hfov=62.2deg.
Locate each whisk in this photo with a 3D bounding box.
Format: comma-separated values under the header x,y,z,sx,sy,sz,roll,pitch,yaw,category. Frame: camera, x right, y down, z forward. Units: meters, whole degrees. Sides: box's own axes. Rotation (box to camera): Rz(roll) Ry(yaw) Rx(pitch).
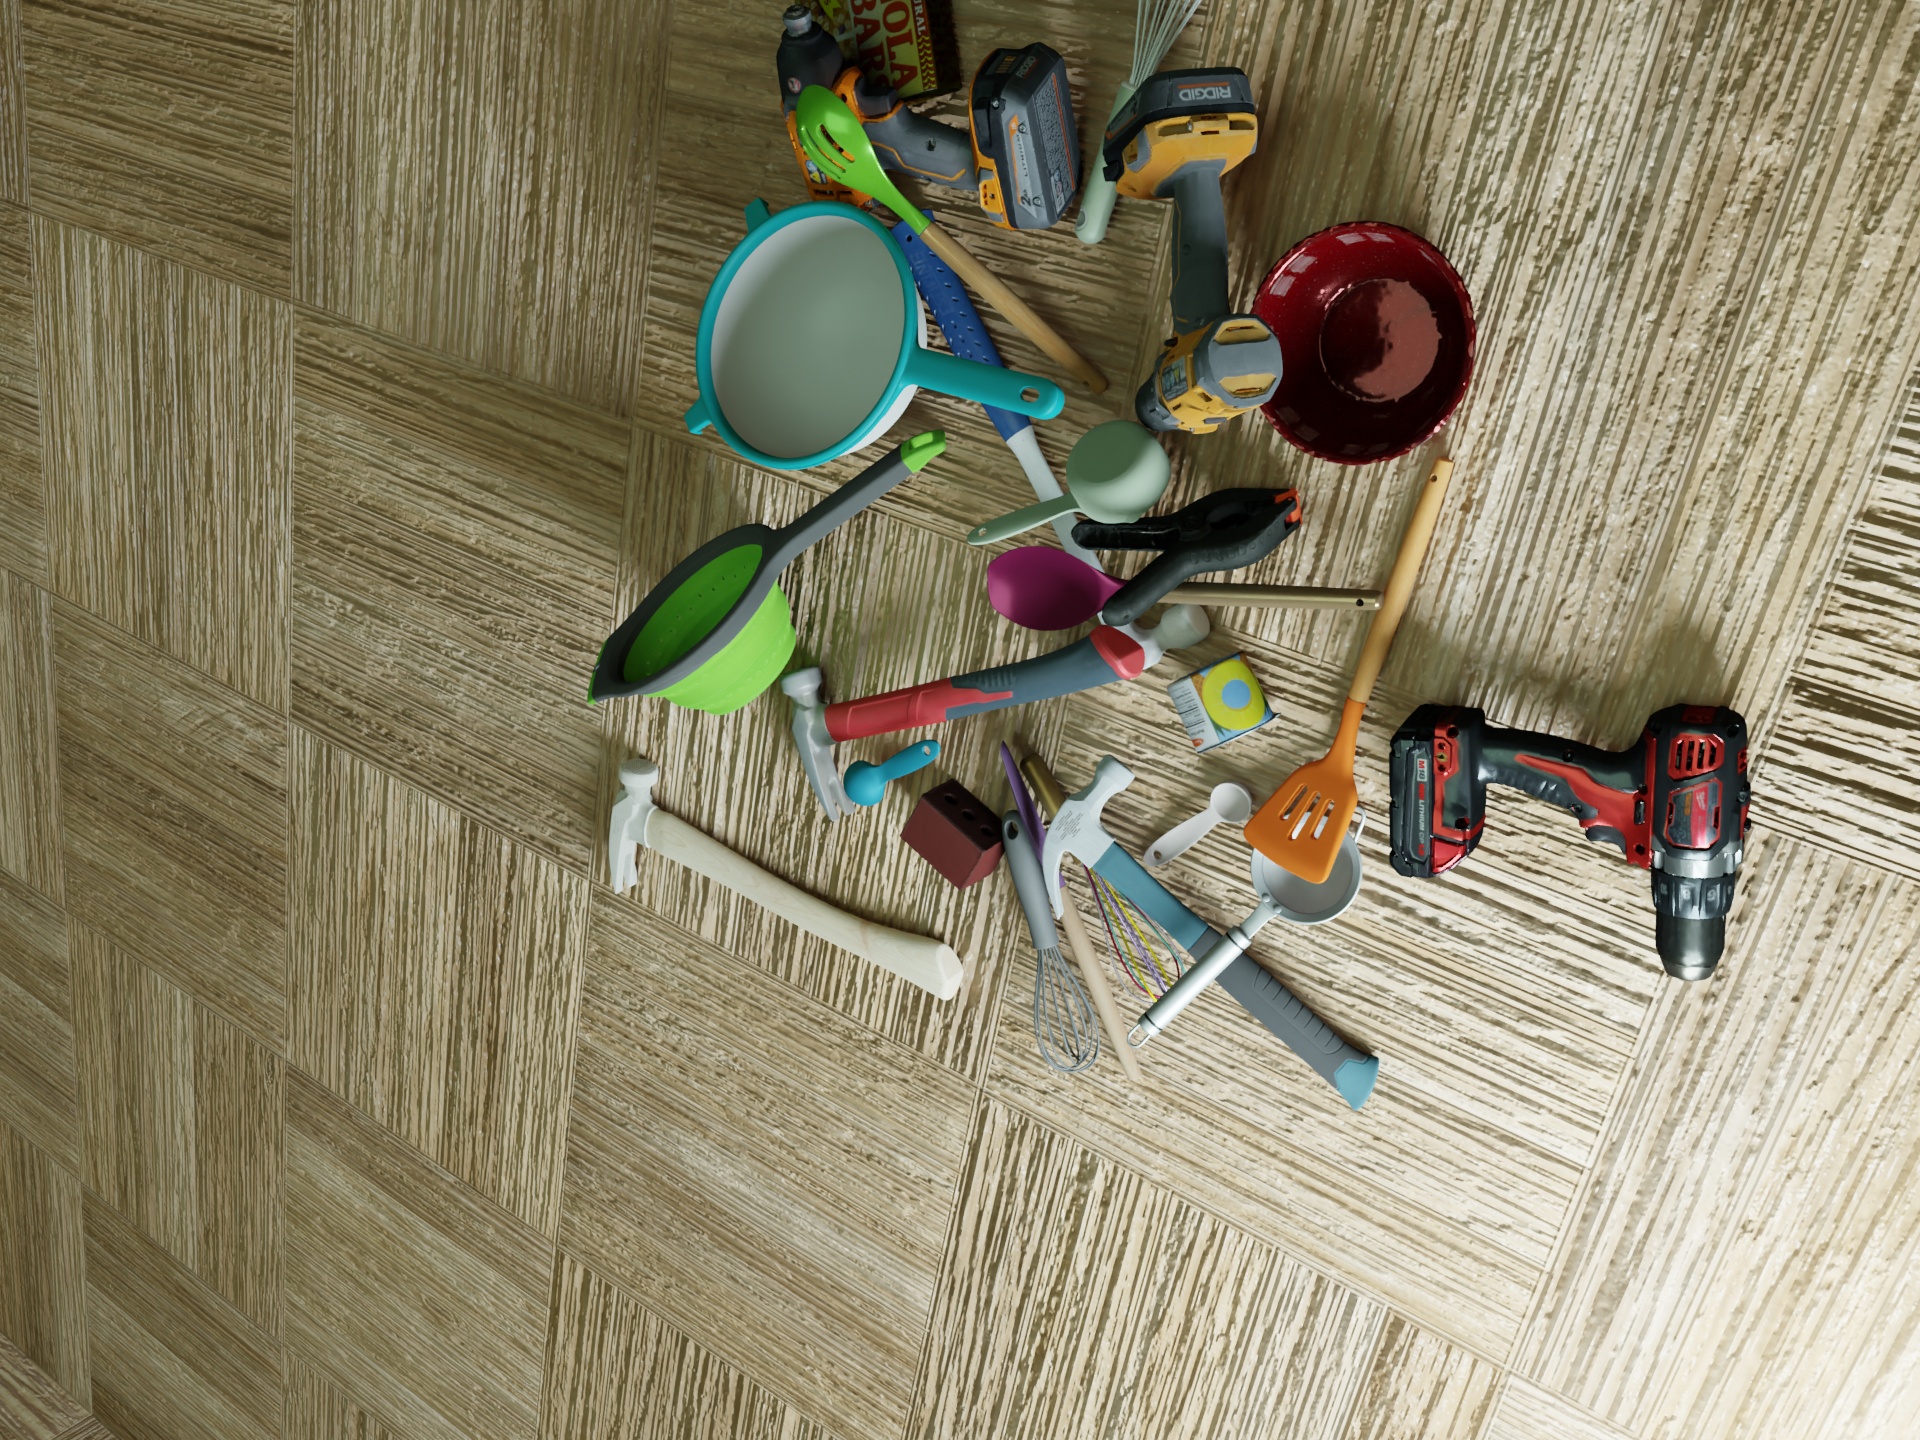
x,y,z,sx,sy,sz,roll,pitch,yaw,category
0.130,-0.462,1.142,0.058,0.059,0.246,-117,39,-49,whisk
0.071,0.192,1.371,0.055,0.055,0.239,-11,96,35,whisk
0.117,0.135,1.326,0.245,0.047,0.051,60,141,9,whisk

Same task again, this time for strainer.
x,y,z,sx,sy,sz,roll,pitch,yaw,category
0.220,0.161,1.227,0.258,0.050,0.087,-46,67,8,strainer
-0.051,-0.278,1.242,0.340,0.095,0.211,21,97,29,strainer

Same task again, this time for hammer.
x,y,z,sx,sy,sz,roll,pitch,yaw,category
0.047,-0.216,1.272,0.144,0.035,0.405,-29,88,36,hammer
-0.178,0.177,1.538,0.411,0.038,0.146,23,117,25,hammer
0.201,0.182,1.266,0.331,0.033,0.128,42,97,8,hammer
-0.002,-0.004,1.336,0.386,0.038,0.143,-11,99,43,hammer

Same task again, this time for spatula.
x,y,z,sx,sy,sz,roll,pitch,yaw,category
0.293,-0.037,1.160,0.081,0.041,0.322,34,119,39,spatula
0.092,0.165,1.348,0.018,0.060,0.316,-21,100,10,spatula

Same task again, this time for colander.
x,y,z,sx,sy,sz,roll,pitch,yaw,category
-0.151,-0.114,1.396,0.397,0.205,0.094,-32,120,20,colander

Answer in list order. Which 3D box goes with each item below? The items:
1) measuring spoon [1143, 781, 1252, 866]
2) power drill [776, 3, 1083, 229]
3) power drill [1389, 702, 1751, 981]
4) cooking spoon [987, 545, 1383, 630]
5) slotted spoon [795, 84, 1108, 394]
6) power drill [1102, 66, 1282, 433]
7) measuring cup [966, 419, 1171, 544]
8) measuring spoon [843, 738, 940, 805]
x,y,z,sx,sy,sz,roll,pitch,yaw,category
0.191,0.085,1.284,0.034,0.018,0.124,52,132,5,measuring spoon
-0.033,-0.451,1.186,0.226,0.084,0.164,13,145,26,power drill
0.418,0.078,1.095,0.227,0.080,0.187,4,107,29,power drill
0.160,-0.097,1.201,0.319,0.017,0.068,5,109,30,cooking spoon
-0.006,-0.354,1.198,0.313,0.031,0.070,40,156,-12,slotted spoon
0.156,-0.315,1.117,0.185,0.084,0.226,-178,80,-79,power drill
0.075,-0.174,1.200,0.167,0.038,0.083,-20,56,16,measuring cup
-0.063,0.043,1.367,0.128,0.021,0.042,-28,89,46,measuring spoon
